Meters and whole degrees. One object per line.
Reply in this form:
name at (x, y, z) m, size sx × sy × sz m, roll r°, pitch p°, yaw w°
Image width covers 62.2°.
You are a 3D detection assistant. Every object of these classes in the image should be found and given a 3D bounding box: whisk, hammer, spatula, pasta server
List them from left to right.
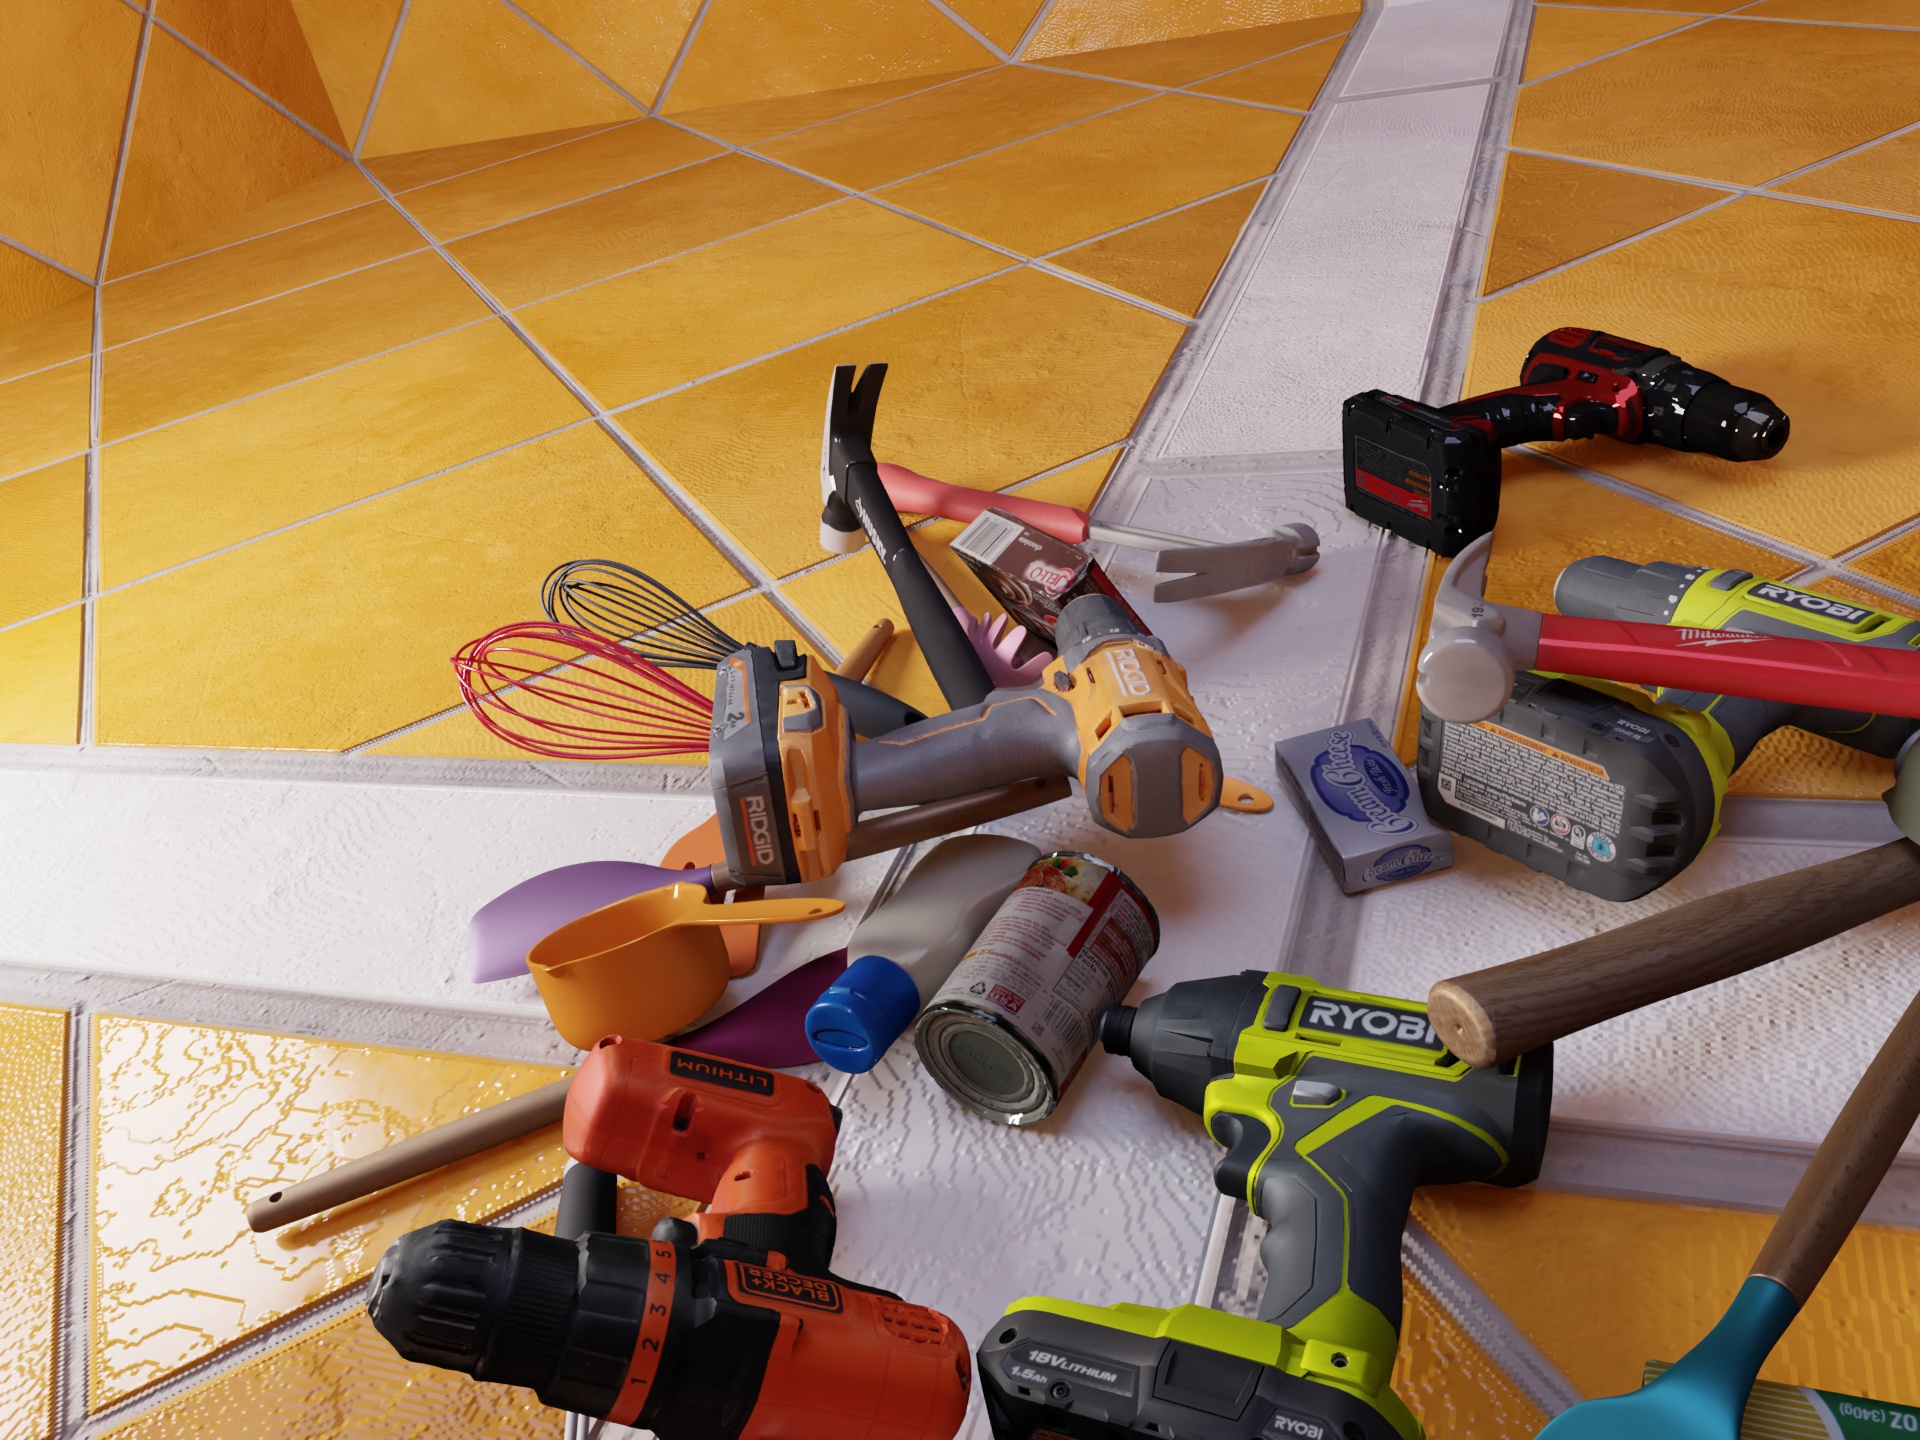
whisk at (-0.127, 0.006, 0.844) m, size 0.296 × 0.073 × 0.073 m, roll 14°, pitch 35°, yaw 0°
whisk at (-0.124, -0.032, 0.901) m, size 0.239 × 0.055 × 0.055 m, roll 22°, pitch 36°, yaw -2°
spatula at (-0.098, 0.071, 0.796) m, size 0.316 × 0.018 × 0.060 m, roll -15°, pitch 51°, yaw 4°
spatula at (-0.095, 0.028, 0.905) m, size 0.081 × 0.041 × 0.323 m, roll 1°, pitch 31°, yaw 19°
hammer at (-0.028, -0.087, 0.957) m, size 0.035 × 0.146 × 0.335 m, roll -7°, pitch 41°, yaw -18°
pasta server at (-0.005, -0.082, 1.025) m, size 0.040 × 0.060 × 0.316 m, roll -46°, pitch 31°, yaw 6°
hammer at (0.050, -0.132, 1.056) m, size 0.149 × 0.036 × 0.359 m, roll -14°, pitch 23°, yaw -41°
spatula at (0.257, 0.165, 0.489) m, size 0.082 × 0.044 × 0.317 m, roll 22°, pitch 47°, yaw 41°
hammer at (0.322, 0.074, 0.608) m, size 0.331 × 0.031 × 0.130 m, roll -13°, pitch 31°, yaw -22°
hammer at (0.386, -0.019, 0.626) m, size 0.386 × 0.038 × 0.143 m, roll 9°, pitch 28°, yaw 20°

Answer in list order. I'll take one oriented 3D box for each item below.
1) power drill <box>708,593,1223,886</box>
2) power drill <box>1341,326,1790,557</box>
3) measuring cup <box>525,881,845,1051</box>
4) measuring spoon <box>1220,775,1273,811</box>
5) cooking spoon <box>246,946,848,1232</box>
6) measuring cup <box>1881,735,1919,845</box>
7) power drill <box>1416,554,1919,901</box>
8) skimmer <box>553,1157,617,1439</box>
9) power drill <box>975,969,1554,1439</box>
power drill at (-0.001, -0.002, 0.772) m, size 0.226 × 0.084 × 0.185 m, roll -7°, pitch 29°, yaw -2°
power drill at (0.376, -0.180, 1.001) m, size 0.226 × 0.080 × 0.188 m, roll -22°, pitch 33°, yaw -18°
measuring cup at (-0.116, 0.111, 0.718) m, size 0.173 × 0.052 × 0.095 m, roll -9°, pitch 14°, yaw 32°
measuring spoon at (0.110, 0.032, 0.833) m, size 0.117 × 0.011 × 0.021 m, roll 15°, pitch 42°, yaw 33°
cooking spoon at (-0.160, 0.163, 0.719) m, size 0.319 × 0.017 × 0.069 m, roll -20°, pitch 32°, yaw -12°
measuring cup at (0.437, 0.009, 0.647) m, size 0.083 × 0.038 × 0.167 m, roll 22°, pitch 38°, yaw 36°
power drill at (0.321, -0.014, 0.746) m, size 0.228 × 0.080 × 0.191 m, roll -23°, pitch 33°, yaw -31°
skimmer at (-0.094, 0.245, 0.509) m, size 0.090 × 0.127 × 0.364 m, roll -11°, pitch 21°, yaw -7°
power drill at (0.101, 0.176, 0.552) m, size 0.171 × 0.080 × 0.223 m, roll 5°, pitch 33°, yaw 26°
